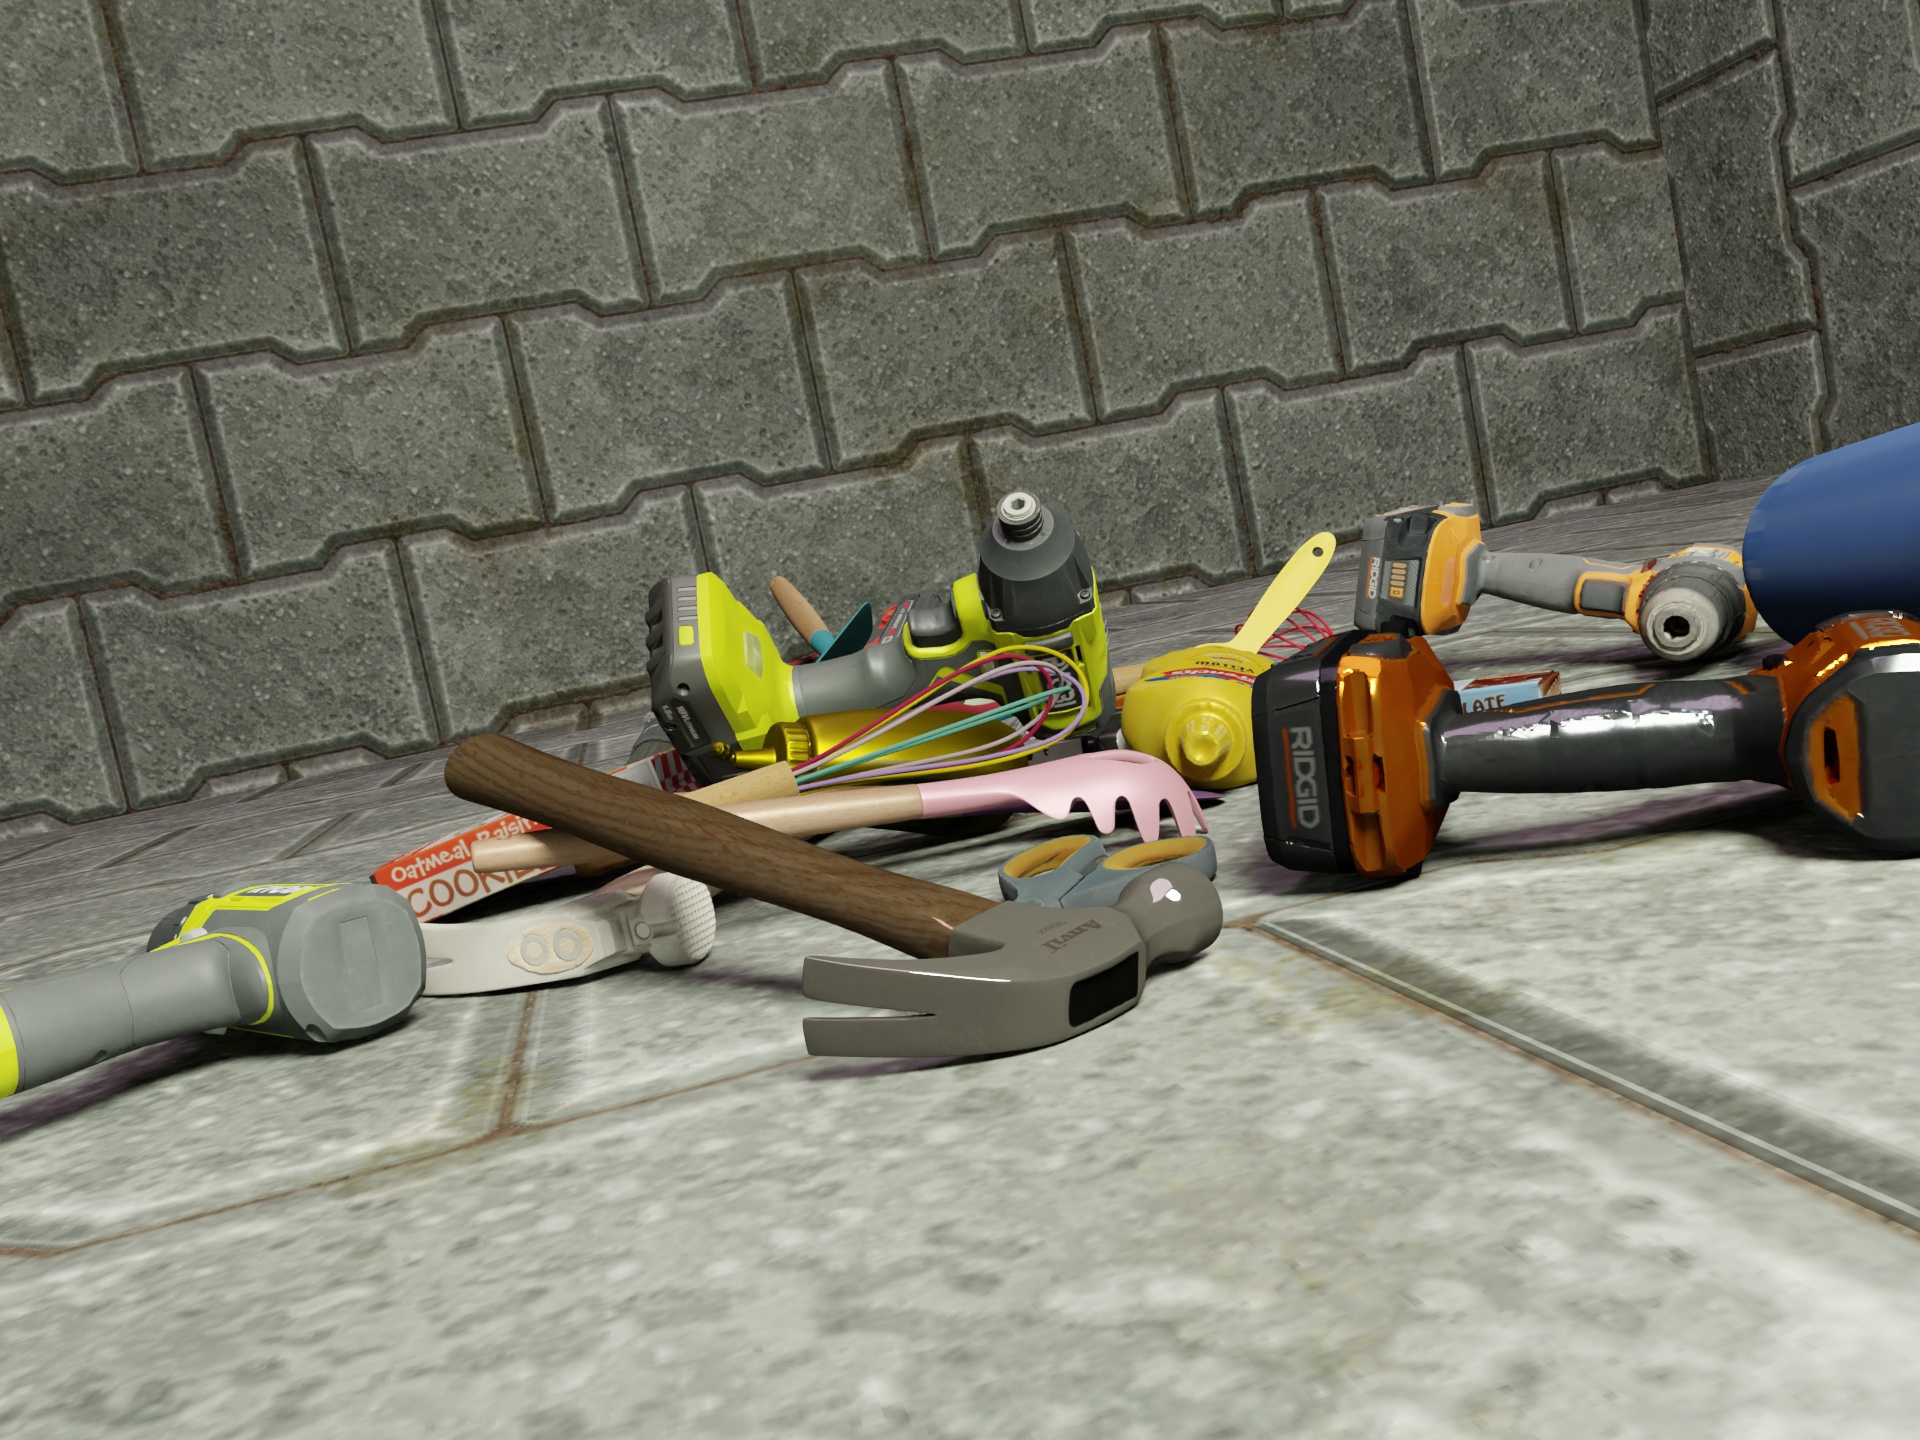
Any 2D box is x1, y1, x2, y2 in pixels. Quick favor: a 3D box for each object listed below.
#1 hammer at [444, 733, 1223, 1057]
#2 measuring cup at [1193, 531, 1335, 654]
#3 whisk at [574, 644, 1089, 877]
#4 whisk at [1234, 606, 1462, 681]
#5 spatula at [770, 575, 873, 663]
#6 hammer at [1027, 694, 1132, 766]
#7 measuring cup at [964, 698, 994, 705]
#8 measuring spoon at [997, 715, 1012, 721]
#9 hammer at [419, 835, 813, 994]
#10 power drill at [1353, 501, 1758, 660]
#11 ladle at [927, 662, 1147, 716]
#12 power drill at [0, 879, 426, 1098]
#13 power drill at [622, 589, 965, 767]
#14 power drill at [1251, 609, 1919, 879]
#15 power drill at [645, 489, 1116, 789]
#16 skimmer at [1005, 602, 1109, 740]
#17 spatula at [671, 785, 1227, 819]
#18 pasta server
[{"bbox_3d":[-0.082,0.049,0.566,0.331,0.031,0.130,13,21,39],"label":"hammer"},{"bbox_3d":[0.191,-0.056,1.018,0.156,0.062,0.029,-51,-14,-9],"label":"measuring cup"},{"bbox_3d":[-0.056,0.018,0.713,0.245,0.047,0.051,-19,9,-13],"label":"whisk"},{"bbox_3d":[0.240,-0.030,0.998,0.073,0.073,0.296,-12,12,-12],"label":"whisk"},{"bbox_3d":[-0.106,-0.068,1.070,0.082,0.044,0.318,-52,22,3],"label":"spatula"},{"bbox_3d":[0.098,0.001,1.061,0.127,0.034,0.337,-8,7,24],"label":"hammer"},{"bbox_3d":[-0.040,-0.016,1.261,0.083,0.038,0.167,-18,-17,41],"label":"measuring cup"},{"bbox_3d":[-0.002,-0.003,0.994,0.128,0.021,0.042,-17,6,-38],"label":"measuring spoon"},{"bbox_3d":[-0.116,0.064,0.849,0.146,0.038,0.410,-11,5,20],"label":"hammer"},{"bbox_3d":[0.359,-0.079,0.966,0.226,0.084,0.185,10,16,28],"label":"power drill"},{"bbox_3d":[0.062,-0.015,0.989,0.315,0.031,0.069,-13,13,-42],"label":"ladle"},{"bbox_3d":[-0.355,0.114,0.628,0.190,0.080,0.228,-6,5,44],"label":"power drill"},{"bbox_3d":[-0.120,-0.004,1.093,0.227,0.080,0.188,-12,25,19],"label":"power drill"},{"bbox_3d":[0.234,0.002,0.569,0.226,0.084,0.164,-4,8,26],"label":"power drill"},{"bbox_3d":[-0.039,-0.038,0.811,0.223,0.080,0.171,-12,-34,5],"label":"power drill"},{"bbox_3d":[-0.063,-0.010,1.191,0.363,0.090,0.127,-11,8,2],"label":"skimmer"},{"bbox_3d":[-0.024,0.039,0.750,0.316,0.018,0.060,-1,-1,-14],"label":"spatula"},{"bbox_3d":[-0.044,0.045,0.680,0.316,0.040,0.060,-6,8,-15],"label":"pasta server"}]
